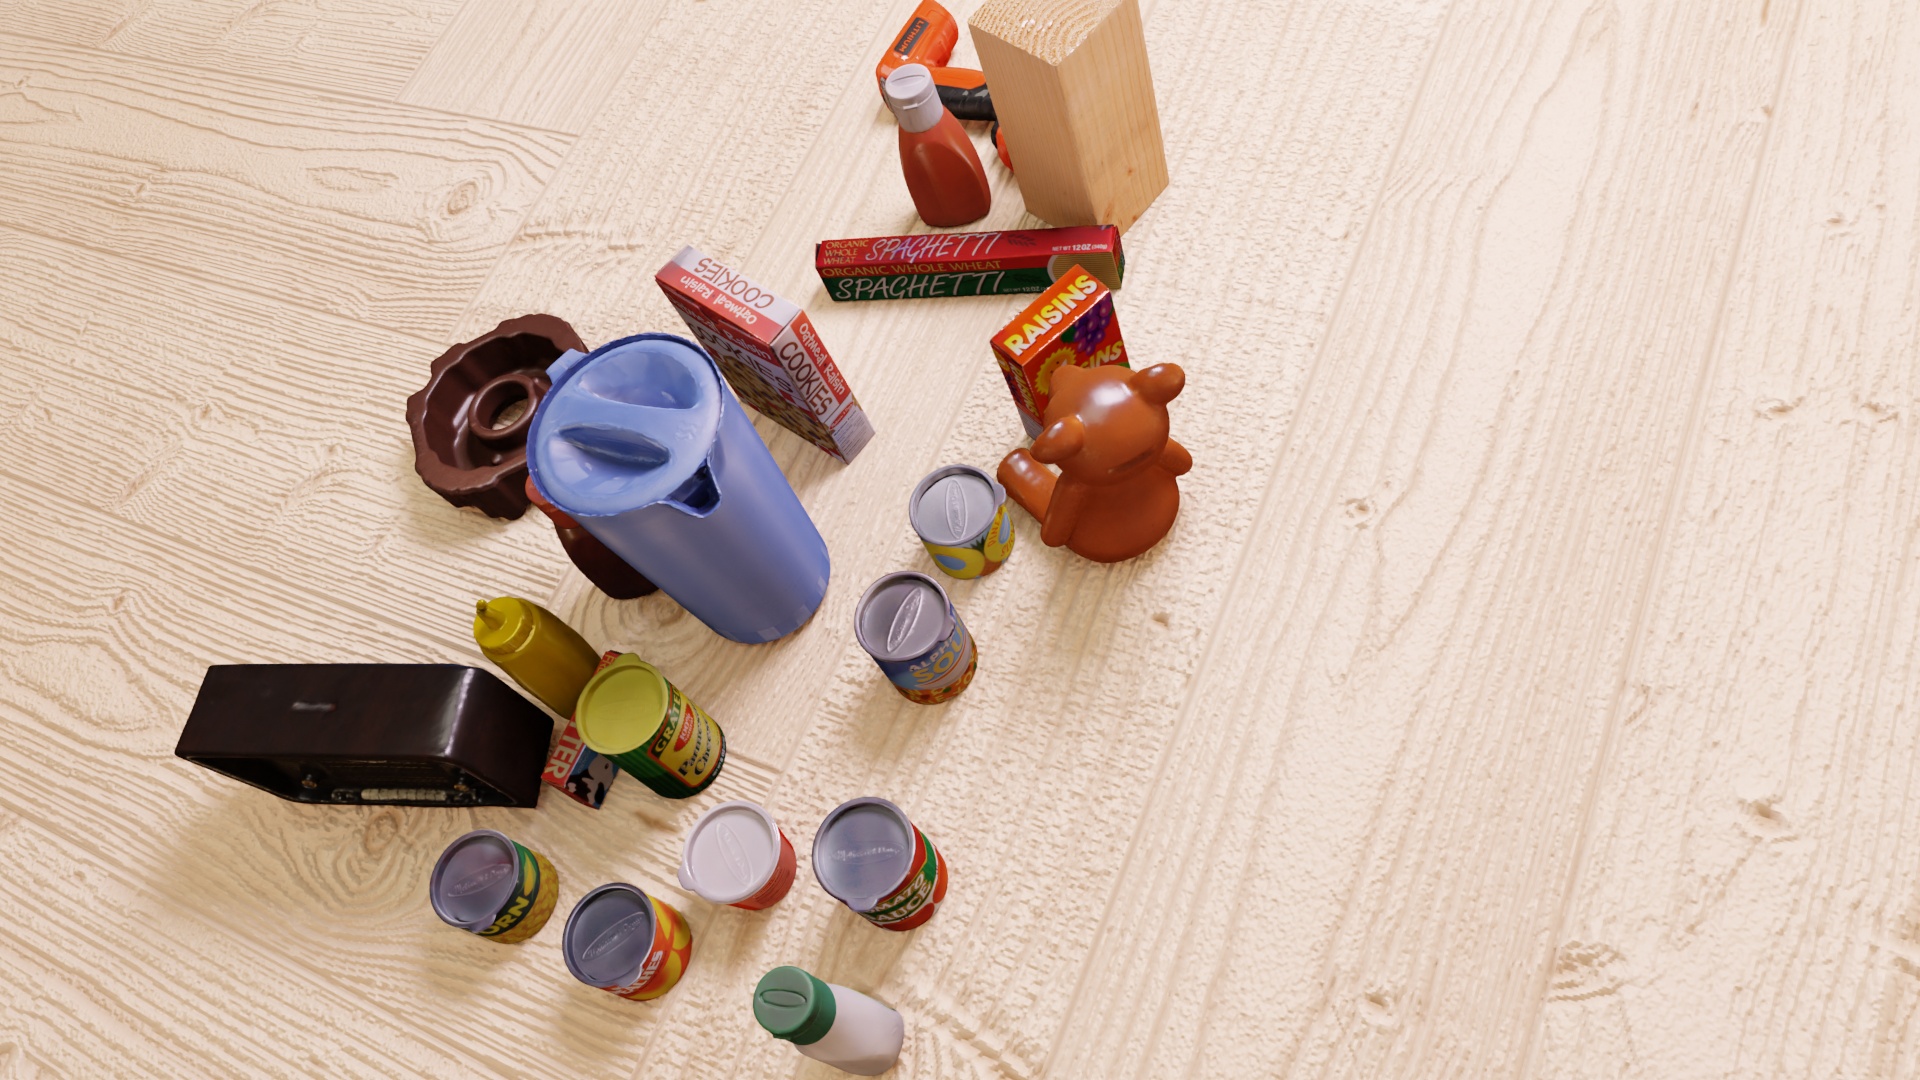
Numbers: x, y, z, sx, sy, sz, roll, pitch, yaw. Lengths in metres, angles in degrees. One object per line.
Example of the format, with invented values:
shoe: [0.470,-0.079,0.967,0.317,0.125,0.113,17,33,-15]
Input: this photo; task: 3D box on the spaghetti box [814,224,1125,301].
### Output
spaghetti box: [0.005,-0.222,1.116,0.250,0.050,0.029,0,63,16]

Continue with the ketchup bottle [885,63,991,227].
ketchup bottle: [-0.021,-0.315,1.116,0.065,0.148,0.044,-7,61,13]

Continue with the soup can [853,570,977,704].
soup can: [-0.026,0.069,0.948,0.071,0.083,0.071,-7,61,13]

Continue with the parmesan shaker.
parmesan shaker: [-0.210,0.130,0.957,0.071,0.102,0.071,-7,61,13]

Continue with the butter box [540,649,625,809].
butter box: [-0.257,0.135,0.997,0.024,0.053,0.104,14,67,23]

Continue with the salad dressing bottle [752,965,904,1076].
salad dressing bottle: [-0.077,0.281,0.811,0.064,0.147,0.044,1,63,17]

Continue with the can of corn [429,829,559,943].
can of corn: [-0.319,0.241,0.955,0.071,0.058,0.071,-7,61,13]

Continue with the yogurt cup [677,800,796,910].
yogurt cup: [-0.143,0.212,0.922,0.072,0.053,0.073,-7,61,13]

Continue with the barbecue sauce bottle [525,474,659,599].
barbecue sauce bottle: [-0.266,-0.007,1.021,0.065,0.148,0.044,-20,59,6]

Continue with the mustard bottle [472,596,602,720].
mustard bottle: [-0.301,0.076,0.980,0.049,0.159,0.065,-38,59,-5]

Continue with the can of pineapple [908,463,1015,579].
can of pineapple: [0.004,-0.013,0.999,0.071,0.057,0.071,-7,61,13]

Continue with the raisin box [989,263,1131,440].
raisin box: [0.076,-0.127,1.001,0.086,0.123,0.040,-41,59,-7]

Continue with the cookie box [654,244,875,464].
cookie box: [-0.144,-0.136,1.044,0.123,0.167,0.040,31,75,28]

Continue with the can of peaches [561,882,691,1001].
can of peaches: [-0.217,0.266,0.912,0.071,0.058,0.071,-7,61,13]

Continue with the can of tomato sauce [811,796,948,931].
can of tomato sauce: [-0.049,0.208,0.880,0.071,0.082,0.071,-7,61,13]
